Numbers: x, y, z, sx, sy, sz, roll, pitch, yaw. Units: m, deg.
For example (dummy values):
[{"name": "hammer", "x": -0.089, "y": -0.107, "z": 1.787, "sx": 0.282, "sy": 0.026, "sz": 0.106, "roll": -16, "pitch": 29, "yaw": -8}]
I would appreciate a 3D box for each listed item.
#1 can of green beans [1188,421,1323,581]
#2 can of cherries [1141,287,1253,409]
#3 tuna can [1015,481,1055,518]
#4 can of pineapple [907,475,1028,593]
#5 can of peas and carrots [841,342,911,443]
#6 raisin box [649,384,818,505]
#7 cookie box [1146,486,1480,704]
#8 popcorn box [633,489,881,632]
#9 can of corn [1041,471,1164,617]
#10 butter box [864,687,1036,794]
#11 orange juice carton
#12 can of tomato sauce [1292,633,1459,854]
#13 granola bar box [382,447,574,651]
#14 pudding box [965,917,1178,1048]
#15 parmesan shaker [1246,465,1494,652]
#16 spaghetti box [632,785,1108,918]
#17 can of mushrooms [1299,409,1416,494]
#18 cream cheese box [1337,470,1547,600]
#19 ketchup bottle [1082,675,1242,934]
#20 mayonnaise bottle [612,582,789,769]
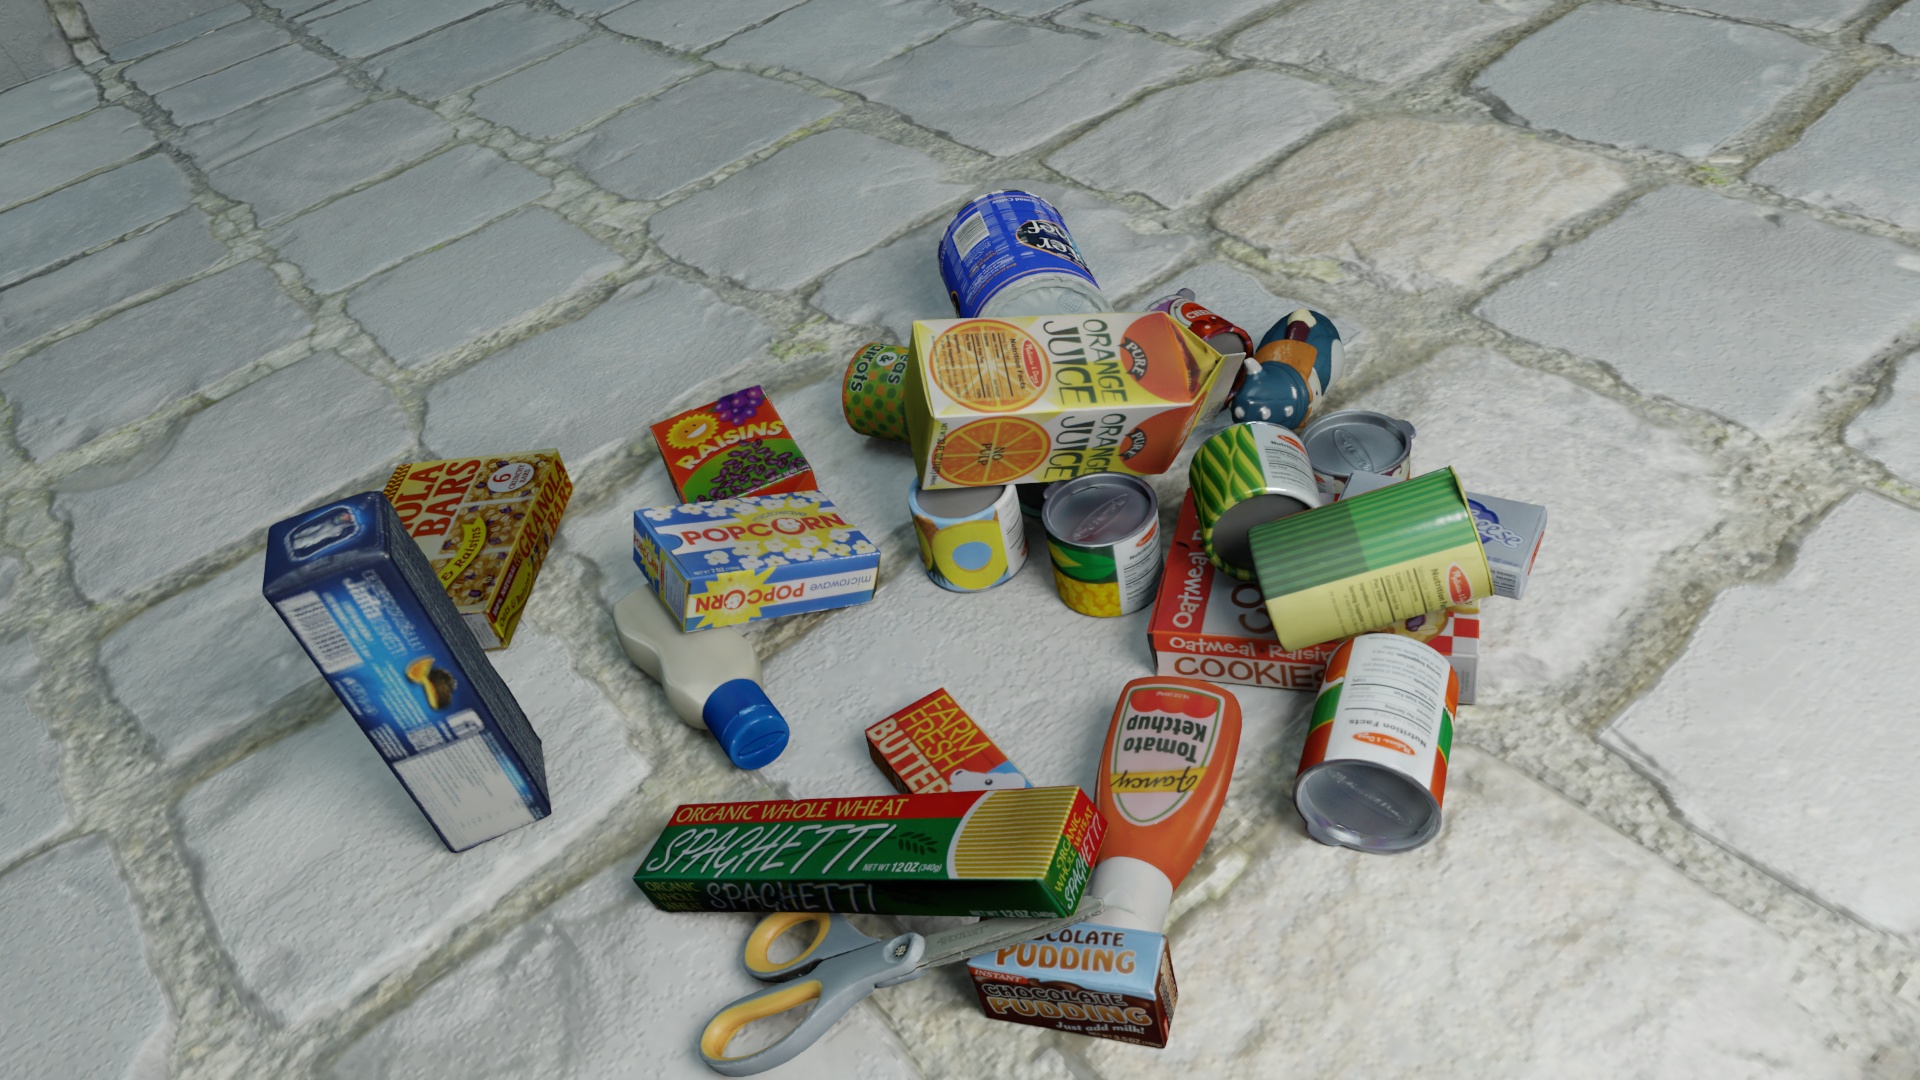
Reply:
[{"name": "can of green beans", "x": 0.159, "y": -0.020, "z": 0.744, "sx": 0.071, "sy": 0.071, "sz": 0.058, "roll": -8, "pitch": 41, "yaw": 7}, {"name": "can of cherries", "x": 0.154, "y": -0.126, "z": 0.932, "sx": 0.072, "sy": 0.071, "sz": 0.058, "roll": -29, "pitch": 42, "yaw": -18}, {"name": "tuna can", "x": 0.048, "y": -0.048, "z": 0.870, "sx": 0.033, "sy": 0.070, "sz": 0.071, "roll": -39, "pitch": 46, "yaw": -26}, {"name": "can of pineapple", "x": 0.003, "y": -0.011, "z": 0.846, "sx": 0.071, "sy": 0.057, "sz": 0.071, "roll": -8, "pitch": 40, "yaw": 7}, {"name": "can of peas and carrots", "x": -0.041, "y": -0.102, "z": 0.956, "sx": 0.059, "sy": 0.070, "sz": 0.071, "roll": 13, "pitch": 46, "yaw": 28}, {"name": "raisin box", "x": -0.155, "y": -0.051, "z": 0.952, "sx": 0.086, "sy": 0.040, "sz": 0.124, "roll": -23, "pitch": 40, "yaw": -11}, {"name": "cookie box", "x": 0.198, "y": 0.025, "z": 0.764, "sx": 0.167, "sy": 0.040, "sz": 0.123, "roll": 4, "pitch": 42, "yaw": 19}, {"name": "popcorn box", "x": -0.123, "y": 0.009, "z": 0.838, "sx": 0.127, "sy": 0.038, "sz": 0.085, "roll": -8, "pitch": 34, "yaw": -33}, {"name": "can of corn", "x": 0.082, "y": 0.001, "z": 0.810, "sx": 0.071, "sy": 0.058, "sz": 0.071, "roll": -8, "pitch": 40, "yaw": 7}, {"name": "butter box", "x": -0.003, "y": 0.123, "z": 0.716, "sx": 0.053, "sy": 0.024, "sz": 0.104, "roll": -28, "pitch": 42, "yaw": -18}, {"name": "orange juice carton", "x": 0.068, "y": -0.084, "z": 0.814, "sx": 0.193, "sy": 0.071, "sz": 0.073, "roll": -4, "pitch": 58, "yaw": -11}, {"name": "can of tomato sauce", "x": 0.199, "y": 0.097, "z": 0.662, "sx": 0.071, "sy": 0.070, "sz": 0.083, "roll": 6, "pitch": 43, "yaw": 22}, {"name": "granola bar box", "x": -0.343, "y": 0.008, "z": 0.933, "sx": 0.124, "sy": 0.038, "sz": 0.166, "roll": -5, "pitch": 40, "yaw": 8}, {"name": "pudding box", "x": 0.049, "y": 0.189, "z": 0.603, "sx": 0.084, "sy": 0.049, "sz": 0.030, "roll": 3, "pitch": 44, "yaw": 19}, {"name": "parmesan shaker", "x": 0.199, "y": 0.008, "z": 0.683, "sx": 0.103, "sy": 0.071, "sz": 0.072, "roll": -17, "pitch": 38, "yaw": 15}, {"name": "spaghetti box", "x": -0.051, "y": 0.145, "z": 0.638, "sx": 0.249, "sy": 0.028, "sz": 0.050, "roll": -10, "pitch": 35, "yaw": 35}, {"name": "can of mushrooms", "x": 0.242, "y": -0.048, "z": 0.844, "sx": 0.071, "sy": 0.033, "sz": 0.071, "roll": -8, "pitch": 39, "yaw": 7}, {"name": "cream cheese box", "x": 0.250, "y": -0.004, "z": 0.735, "sx": 0.104, "sy": 0.024, "sz": 0.054, "roll": 14, "pitch": 46, "yaw": 27}, {"name": "ketchup bottle", "x": 0.092, "y": 0.132, "z": 0.665, "sx": 0.065, "sy": 0.043, "sz": 0.150, "roll": 5, "pitch": 43, "yaw": 21}, {"name": "mayonnaise bottle", "x": -0.147, "y": 0.074, "z": 0.800, "sx": 0.065, "sy": 0.041, "sz": 0.148, "roll": -24, "pitch": 41, "yaw": -22}]
